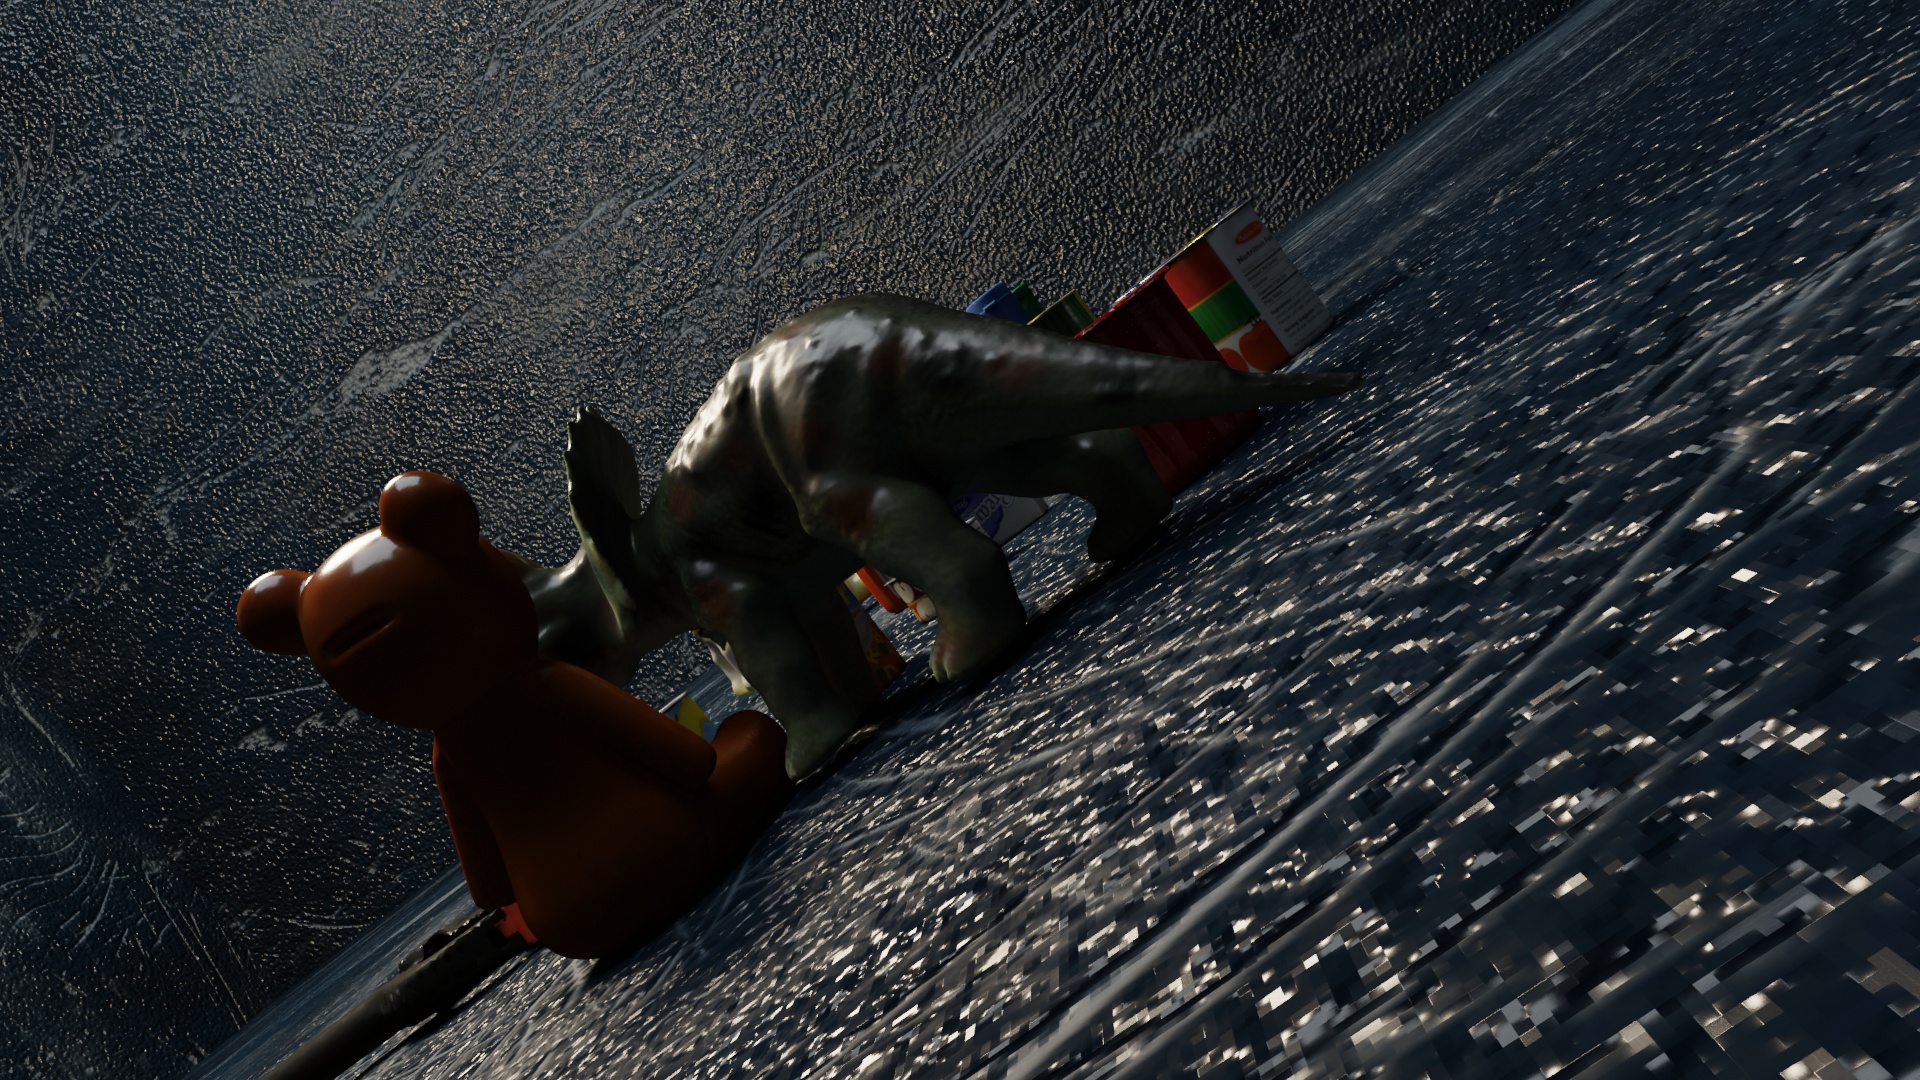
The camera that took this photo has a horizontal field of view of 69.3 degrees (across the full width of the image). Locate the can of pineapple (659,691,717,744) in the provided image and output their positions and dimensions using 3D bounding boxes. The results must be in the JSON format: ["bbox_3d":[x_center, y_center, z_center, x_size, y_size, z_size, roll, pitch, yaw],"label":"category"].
[{"bbox_3d":[-0.158,0.125,0.761,0.071,0.058,0.071,-38,4,3],"label":"can of pineapple"}]

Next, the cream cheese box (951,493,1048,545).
[{"bbox_3d":[0.003,-0.012,0.940,0.103,0.053,0.024,-37,4,16],"label":"cream cheese box"}]

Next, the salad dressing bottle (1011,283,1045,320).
[{"bbox_3d":[0.087,-0.161,1.242,0.064,0.147,0.044,-38,3,-3],"label":"salad dressing bottle"}]

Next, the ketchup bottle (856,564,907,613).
[{"bbox_3d":[-0.072,-0.021,1.025,0.065,0.148,0.043,-39,4,-20],"label":"ketchup bottle"}]

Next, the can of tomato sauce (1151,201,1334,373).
[{"bbox_3d":[0.157,-0.136,0.779,0.071,0.083,0.071,-38,3,3],"label":"can of tomato sauce"}]

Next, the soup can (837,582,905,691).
[{"bbox_3d":[-0.077,0.050,0.711,0.071,0.083,0.071,-38,3,3],"label":"soup can"}]

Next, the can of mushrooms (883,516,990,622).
[{"bbox_3d":[-0.010,0.019,0.841,0.071,0.033,0.071,-37,4,3],"label":"can of mushrooms"}]

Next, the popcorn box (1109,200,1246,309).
[{"bbox_3d":[0.183,-0.177,1.024,0.126,0.085,0.038,-34,5,45],"label":"popcorn box"}]

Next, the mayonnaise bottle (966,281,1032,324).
[{"bbox_3d":[0.063,-0.127,1.051,0.064,0.148,0.041,-37,3,10],"label":"mayonnaise bottle"}]

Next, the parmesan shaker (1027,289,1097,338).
[{"bbox_3d":[0.071,-0.083,0.795,0.071,0.103,0.071,-38,3,3],"label":"parmesan shaker"}]
